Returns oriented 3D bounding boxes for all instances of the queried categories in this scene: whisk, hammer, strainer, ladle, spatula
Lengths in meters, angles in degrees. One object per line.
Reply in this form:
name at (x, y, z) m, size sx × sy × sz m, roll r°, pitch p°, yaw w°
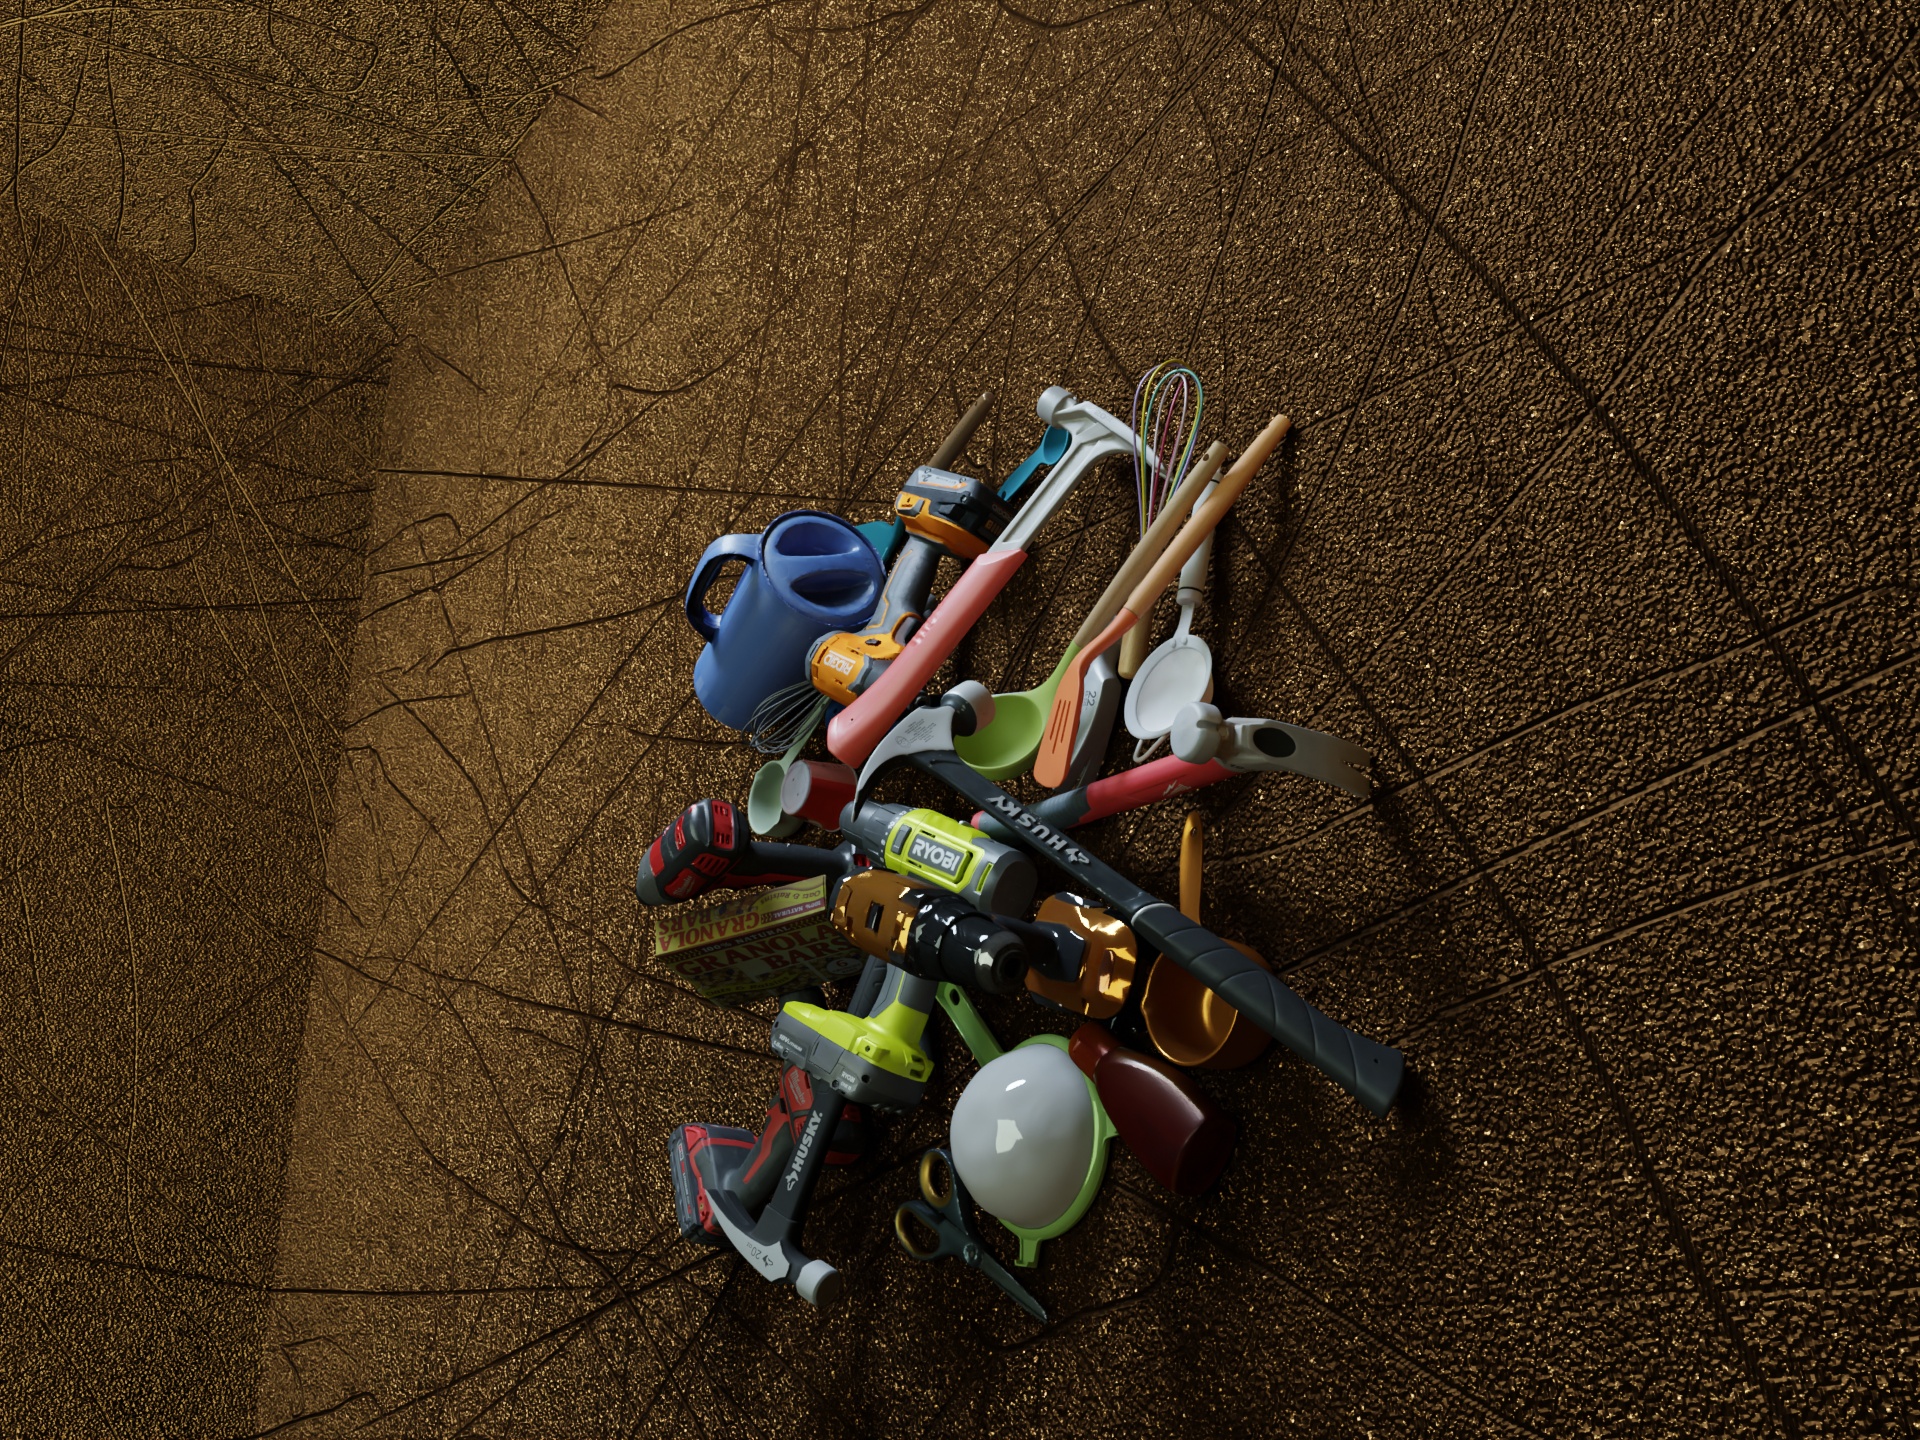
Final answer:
whisk at (0.152, -0.152, 1.219) m, size 0.051 × 0.047 × 0.245 m, roll 12°, pitch 100°, yaw 29°
hammer at (0.125, 0.058, 1.161) m, size 0.386 × 0.143 × 0.038 m, roll -26°, pitch 54°, yaw 61°
strainer at (0.172, -0.084, 1.185) m, size 0.087 × 0.050 × 0.258 m, roll -11°, pitch 62°, yaw 53°
ladle at (0.098, -0.081, 1.207) m, size 0.320 × 0.062 × 0.078 m, roll -55°, pitch 41°, yaw 22°
hammer at (-0.002, -0.004, 1.401) m, size 0.405 × 0.035 × 0.144 m, roll -4°, pitch 73°, yaw 54°
hammer at (0.105, 0.116, 1.019) m, size 0.409 × 0.149 × 0.036 m, roll 35°, pitch 136°, yaw 24°
hammer at (0.018, -0.102, 1.309) m, size 0.359 × 0.036 × 0.149 m, roll -51°, pitch 54°, yaw 6°
hammer at (-0.106, 0.300, 1.333) m, size 0.146 × 0.035 × 0.335 m, roll 19°, pitch 87°, yaw 38°
whisk at (-0.116, -0.045, 1.524) m, size 0.239 × 0.055 × 0.055 m, roll -38°, pitch 44°, yaw 13°
spatula at (0.146, -0.091, 1.159) m, size 0.322 × 0.041 × 0.081 m, roll -52°, pitch 11°, yaw -5°
strainer at (0.017, 0.279, 1.223) m, size 0.151 × 0.069 × 0.257 m, roll -60°, pitch 38°, yaw 19°
spatula at (-0.050, -0.220, 1.523) m, size 0.317 × 0.044 × 0.082 m, roll 135°, pitch 142°, yaw -53°

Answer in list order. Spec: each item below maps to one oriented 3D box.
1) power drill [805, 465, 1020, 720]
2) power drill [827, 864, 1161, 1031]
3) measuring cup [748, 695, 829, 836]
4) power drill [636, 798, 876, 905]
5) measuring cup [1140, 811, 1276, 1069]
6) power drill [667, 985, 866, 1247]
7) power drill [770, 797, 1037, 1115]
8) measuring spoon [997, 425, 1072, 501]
power drill at (-0.036, -0.105, 1.416) m, size 0.164 × 0.084 × 0.226 m, roll 27°, pitch 86°, yaw 53°
power drill at (0.045, 0.158, 1.095) m, size 0.185 × 0.226 × 0.084 m, roll 11°, pitch 86°, yaw 56°
measuring cup at (-0.159, 0.046, 1.602) m, size 0.167 × 0.038 × 0.083 m, roll -58°, pitch 37°, yaw 20°
power drill at (-0.177, 0.141, 1.423) m, size 0.143 × 0.219 × 0.079 m, roll -41°, pitch 46°, yaw 39°
measuring cup at (0.173, 0.149, 1.075) m, size 0.095 × 0.052 × 0.174 m, roll -23°, pitch 56°, yaw 49°
power drill at (-0.177, 0.359, 1.464) m, size 0.226 × 0.080 × 0.188 m, roll -47°, pitch 43°, yaw 29°
power drill at (-0.059, 0.178, 1.274) m, size 0.191 × 0.080 × 0.228 m, roll 20°, pitch 83°, yaw 40°
measuring spoon at (0.069, -0.223, 1.415) m, size 0.128 × 0.021 × 0.042 m, roll -40°, pitch 47°, yaw 52°
